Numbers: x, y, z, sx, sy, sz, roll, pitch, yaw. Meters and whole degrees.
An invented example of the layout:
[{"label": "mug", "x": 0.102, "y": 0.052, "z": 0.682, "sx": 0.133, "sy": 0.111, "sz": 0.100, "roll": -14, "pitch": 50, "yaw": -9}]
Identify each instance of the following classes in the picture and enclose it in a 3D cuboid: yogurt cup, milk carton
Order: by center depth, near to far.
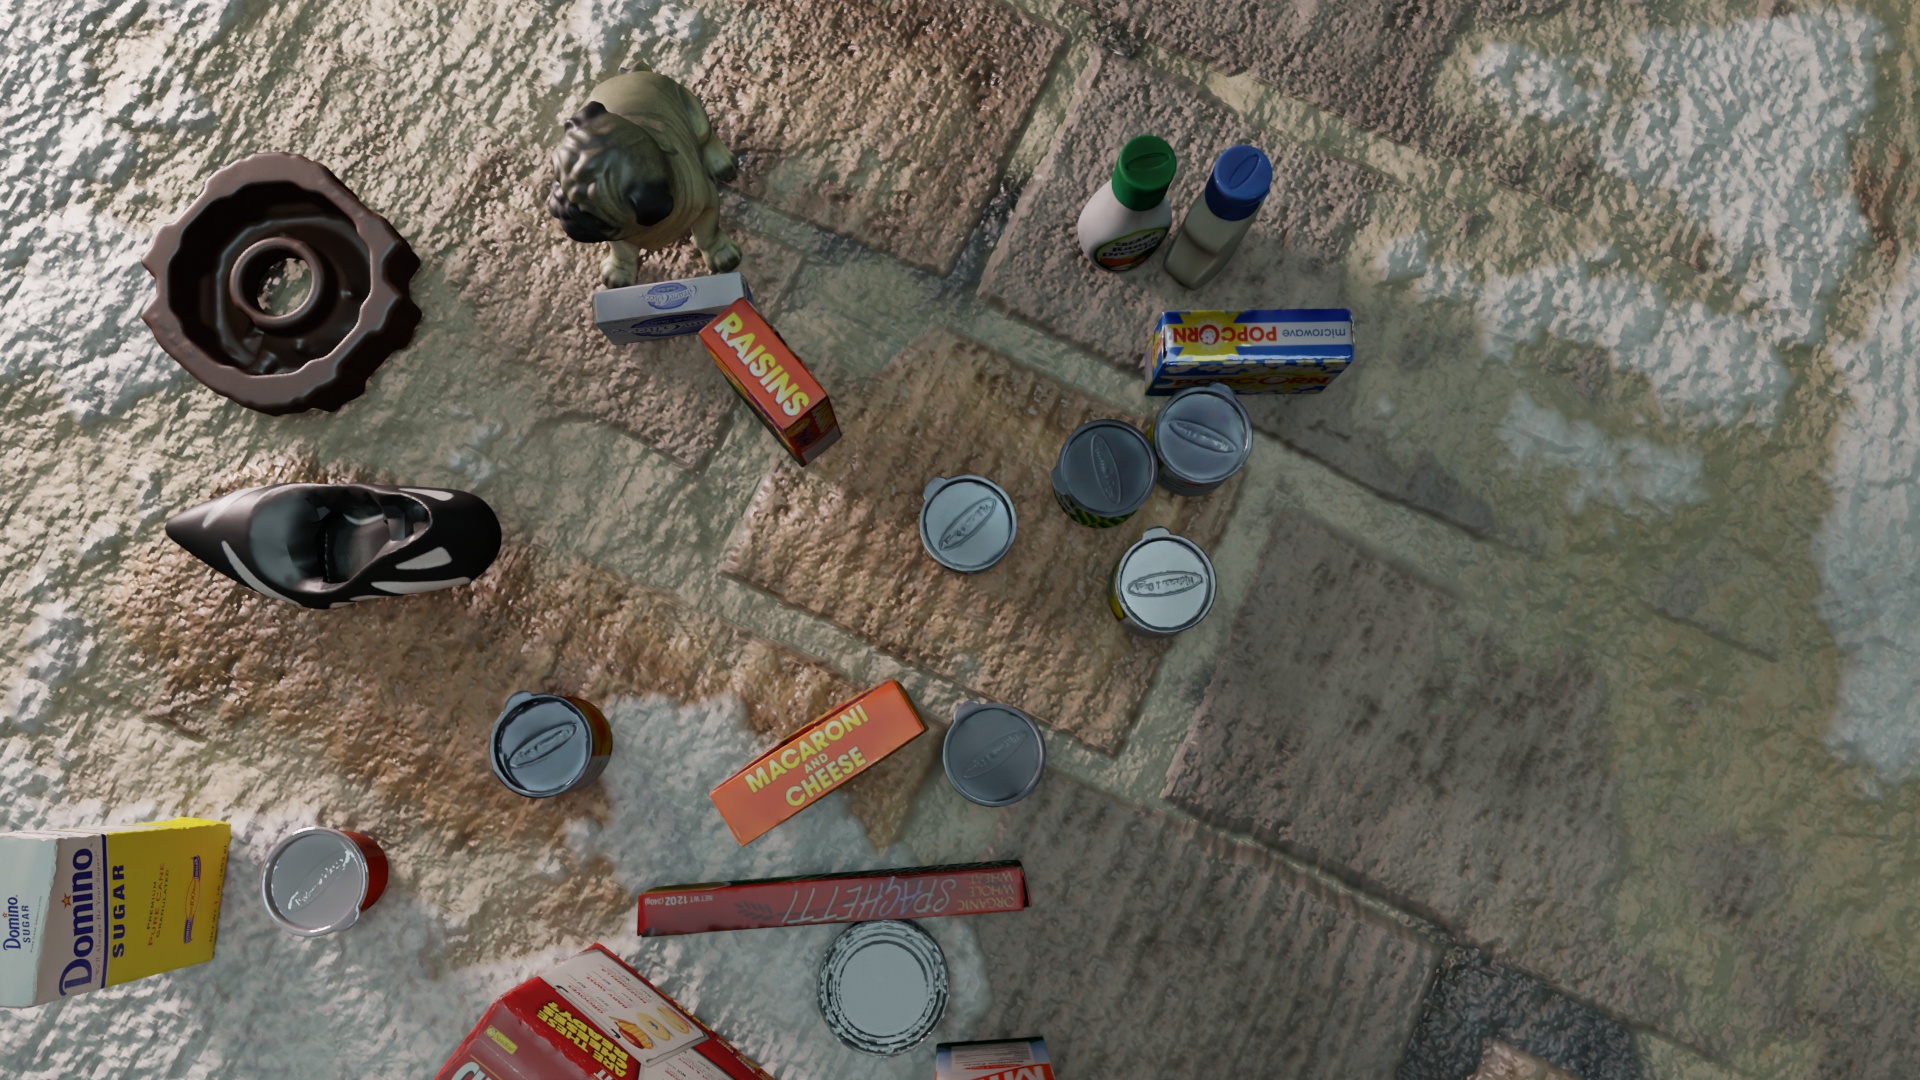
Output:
[{"label": "milk carton", "x": 0.022, "y": 0.350, "z": 0.814, "sx": 0.073, "sy": 0.190, "sz": 0.072, "roll": -3, "pitch": 82, "yaw": -1}, {"label": "yogurt cup", "x": -0.407, "y": 0.218, "z": 0.898, "sx": 0.072, "sy": 0.054, "sz": 0.072, "roll": 0, "pitch": 82, "yaw": -1}]

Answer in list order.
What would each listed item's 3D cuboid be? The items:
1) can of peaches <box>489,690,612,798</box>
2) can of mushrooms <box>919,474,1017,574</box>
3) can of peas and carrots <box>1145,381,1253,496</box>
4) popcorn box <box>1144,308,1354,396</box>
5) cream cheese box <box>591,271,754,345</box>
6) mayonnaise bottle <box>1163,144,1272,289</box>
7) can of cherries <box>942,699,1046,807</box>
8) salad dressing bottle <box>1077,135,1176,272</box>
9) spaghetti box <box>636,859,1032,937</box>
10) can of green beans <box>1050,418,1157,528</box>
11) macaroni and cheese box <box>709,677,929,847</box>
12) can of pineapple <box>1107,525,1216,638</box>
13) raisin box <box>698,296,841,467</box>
[{"label": "can of peaches", "x": -0.268, "y": 0.132, "z": 0.910, "sx": 0.071, "sy": 0.058, "sz": 0.071, "roll": 0, "pitch": 82, "yaw": -1}, {"label": "can of mushrooms", "x": 0.003, "y": -0.012, "z": 0.947, "sx": 0.071, "sy": 0.033, "sz": 0.071, "roll": 0, "pitch": 82, "yaw": -1}, {"label": "can of peas and carrots", "x": 0.161, "y": -0.069, "z": 0.945, "sx": 0.071, "sy": 0.058, "sz": 0.071, "roll": 0, "pitch": 82, "yaw": -1}, {"label": "popcorn box", "x": 0.193, "y": -0.126, "z": 0.941, "sx": 0.127, "sy": 0.085, "sz": 0.038, "roll": -1, "pitch": 82, "yaw": -1}, {"label": "cream cheese box", "x": -0.196, "y": -0.159, "z": 0.957, "sx": 0.104, "sy": 0.053, "sz": 0.024, "roll": -8, "pitch": 82, "yaw": -2}, {"label": "mayonnaise bottle", "x": 0.173, "y": -0.216, "z": 0.922, "sx": 0.041, "sy": 0.148, "sz": 0.065, "roll": 39, "pitch": 84, "yaw": 5}, {"label": "can of cherries", "x": 0.020, "y": 0.138, "z": 0.913, "sx": 0.071, "sy": 0.058, "sz": 0.071, "roll": 0, "pitch": 82, "yaw": -1}, {"label": "salad dressing bottle", "x": 0.113, "y": -0.222, "z": 0.922, "sx": 0.064, "sy": 0.147, "sz": 0.044, "roll": -15, "pitch": 83, "yaw": -3}, {"label": "spaghetti box", "x": -0.080, "y": 0.232, "z": 0.902, "sx": 0.250, "sy": 0.050, "sz": 0.029, "roll": -4, "pitch": 82, "yaw": -1}, {"label": "can of green beans", "x": 0.097, "y": -0.044, "z": 0.941, "sx": 0.071, "sy": 0.057, "sz": 0.071, "roll": 0, "pitch": 82, "yaw": -1}, {"label": "macaroni and cheese box", "x": -0.082, "y": 0.134, "z": 0.858, "sx": 0.124, "sy": 0.166, "sz": 0.040, "roll": -32, "pitch": 84, "yaw": -5}, {"label": "can of pineapple", "x": 0.134, "y": 0.030, "z": 0.930, "sx": 0.071, "sy": 0.058, "sz": 0.071, "roll": 0, "pitch": 82, "yaw": -1}, {"label": "raisin box", "x": -0.122, "y": -0.101, "z": 0.914, "sx": 0.040, "sy": 0.123, "sz": 0.086, "roll": -40, "pitch": 84, "yaw": -5}]
